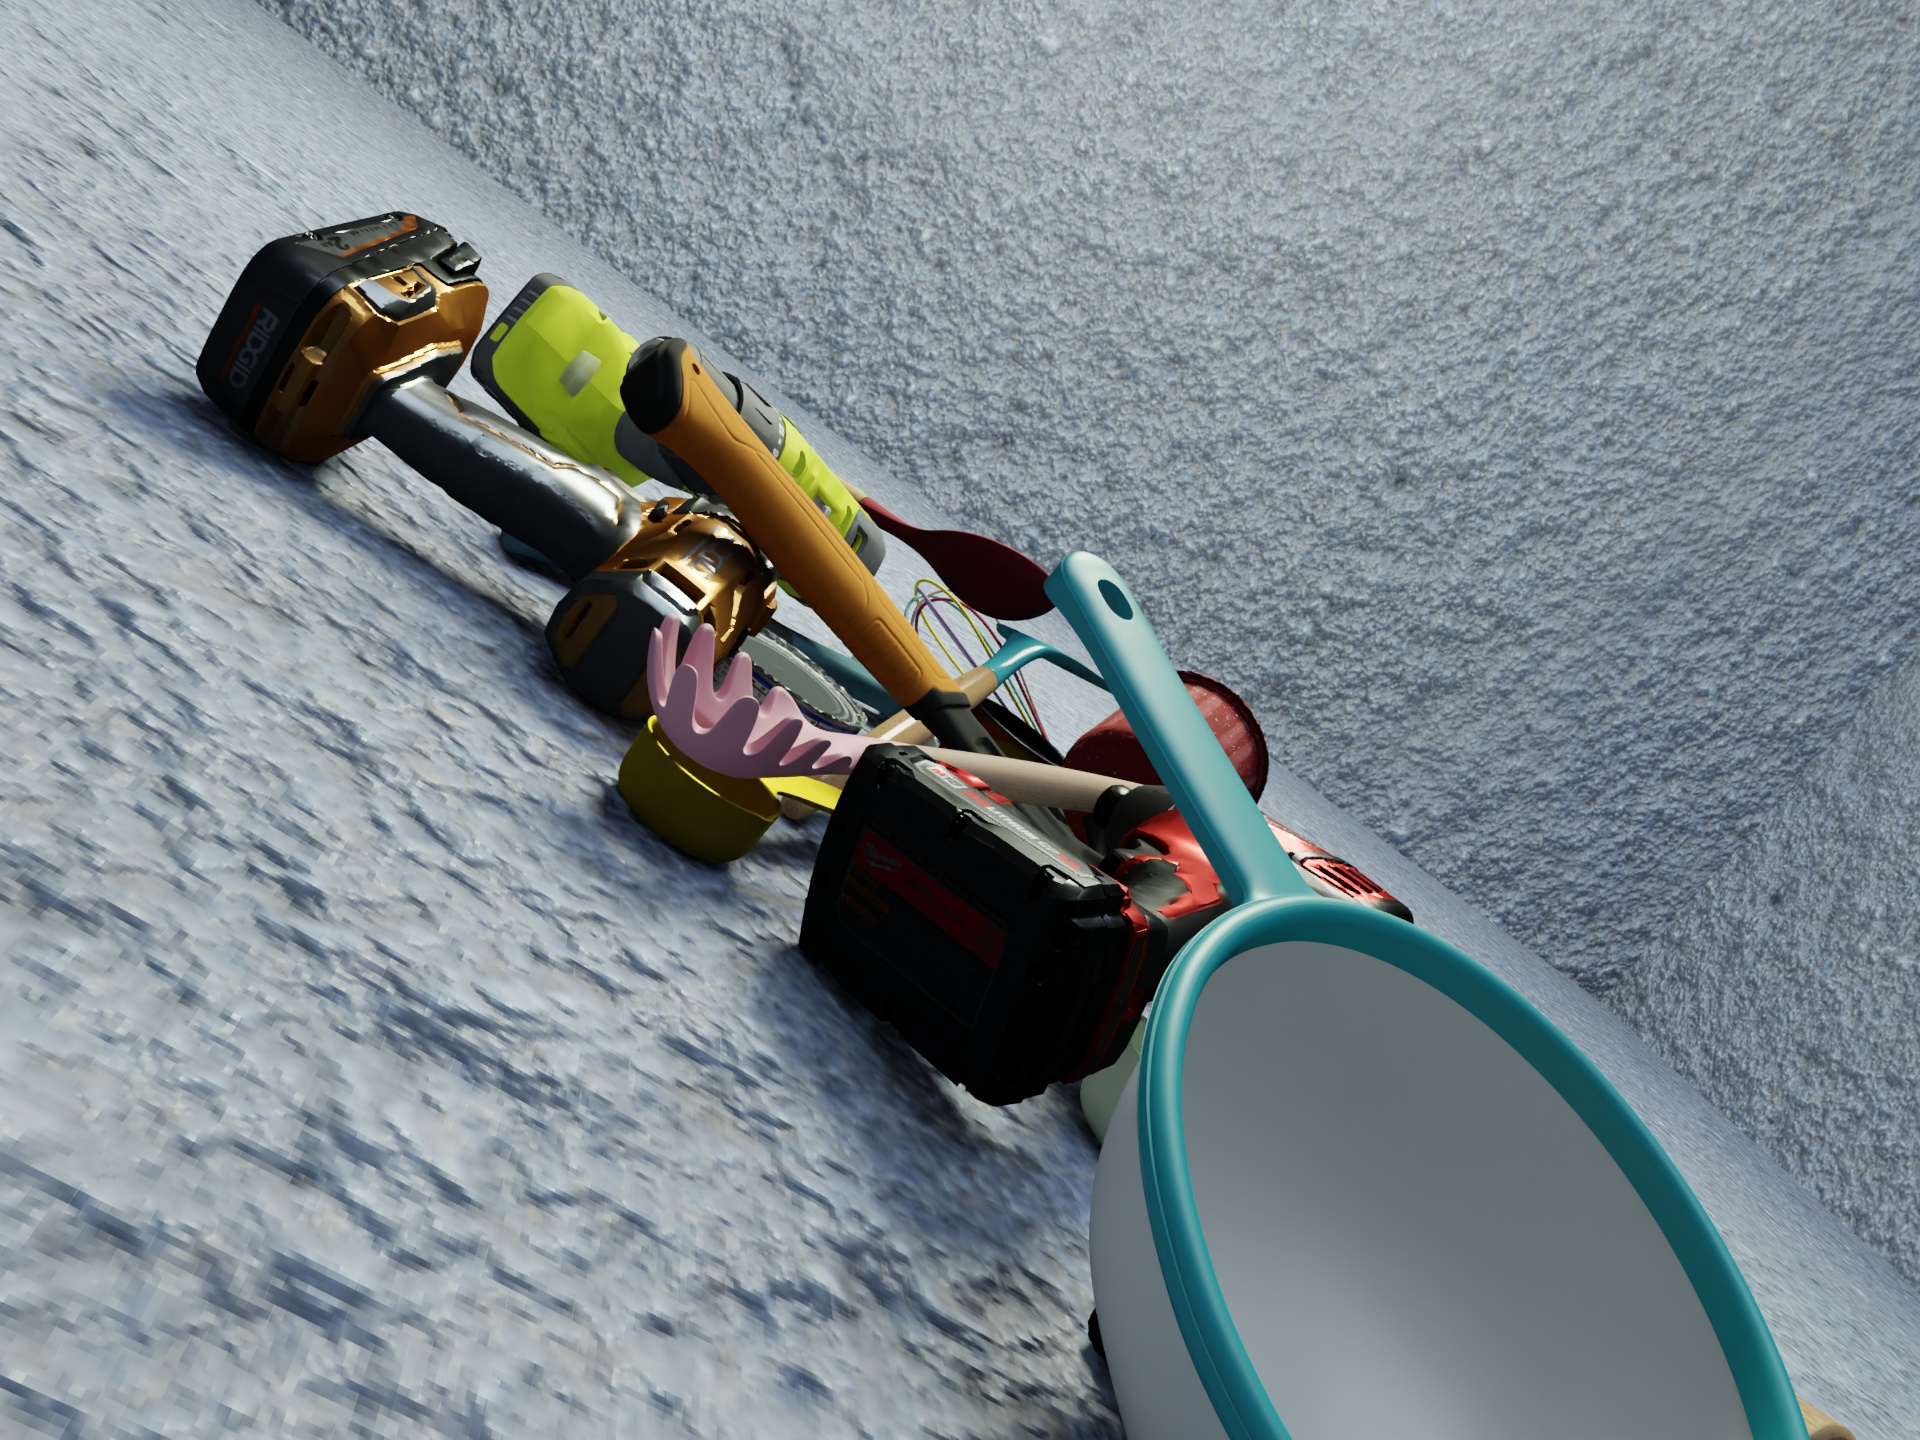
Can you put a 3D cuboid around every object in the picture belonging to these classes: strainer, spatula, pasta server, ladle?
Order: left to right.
[{"bbox_3d":[-0.074,-0.135,0.914,0.316,0.031,0.069,34,-19,27],"label":"ladle"},{"bbox_3d":[-0.001,-0.003,0.791,0.082,0.044,0.317,29,28,16],"label":"spatula"},{"bbox_3d":[0.000,0.014,0.629,0.316,0.040,0.060,12,25,-49],"label":"pasta server"},{"bbox_3d":[0.080,0.106,0.430,0.211,0.095,0.341,4,48,-41],"label":"strainer"}]

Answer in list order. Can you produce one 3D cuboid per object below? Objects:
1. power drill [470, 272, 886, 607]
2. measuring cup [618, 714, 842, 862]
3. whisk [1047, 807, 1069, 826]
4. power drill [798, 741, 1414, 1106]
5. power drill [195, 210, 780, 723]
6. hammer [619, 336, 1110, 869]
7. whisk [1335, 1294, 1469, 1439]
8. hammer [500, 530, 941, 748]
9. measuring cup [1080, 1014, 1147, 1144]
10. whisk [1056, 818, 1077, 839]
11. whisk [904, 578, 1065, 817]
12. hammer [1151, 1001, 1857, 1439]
[{"bbox_3d":[-0.160,-0.159,0.852,0.229,0.080,0.190,32,-9,36],"label":"power drill"},{"bbox_3d":[-0.074,0.035,0.603,0.062,0.029,0.156,42,8,25],"label":"measuring cup"},{"bbox_3d":[0.153,0.109,1.002,0.284,0.070,0.070,31,11,-13],"label":"whisk"},{"bbox_3d":[0.056,0.063,0.583,0.219,0.078,0.143,2,24,-47],"label":"power drill"},{"bbox_3d":[-0.171,-0.111,0.669,0.226,0.084,0.185,39,26,-6],"label":"power drill"},{"bbox_3d":[-0.023,-0.028,0.692,0.336,0.034,0.127,50,28,-24],"label":"hammer"},{"bbox_3d":[0.150,0.205,0.564,0.055,0.055,0.239,40,5,14],"label":"whisk"},{"bbox_3d":[-0.108,-0.047,0.842,0.330,0.033,0.128,26,14,-51],"label":"hammer"},{"bbox_3d":[0.050,0.123,0.608,0.168,0.038,0.083,41,10,32],"label":"measuring cup"},{"bbox_3d":[0.117,0.106,0.822,0.059,0.058,0.247,13,13,-47],"label":"whisk"},{"bbox_3d":[0.045,0.017,0.943,0.245,0.047,0.051,54,37,0],"label":"whisk"},{"bbox_3d":[0.174,0.170,0.587,0.130,0.031,0.331,43,-6,-27],"label":"hammer"}]
